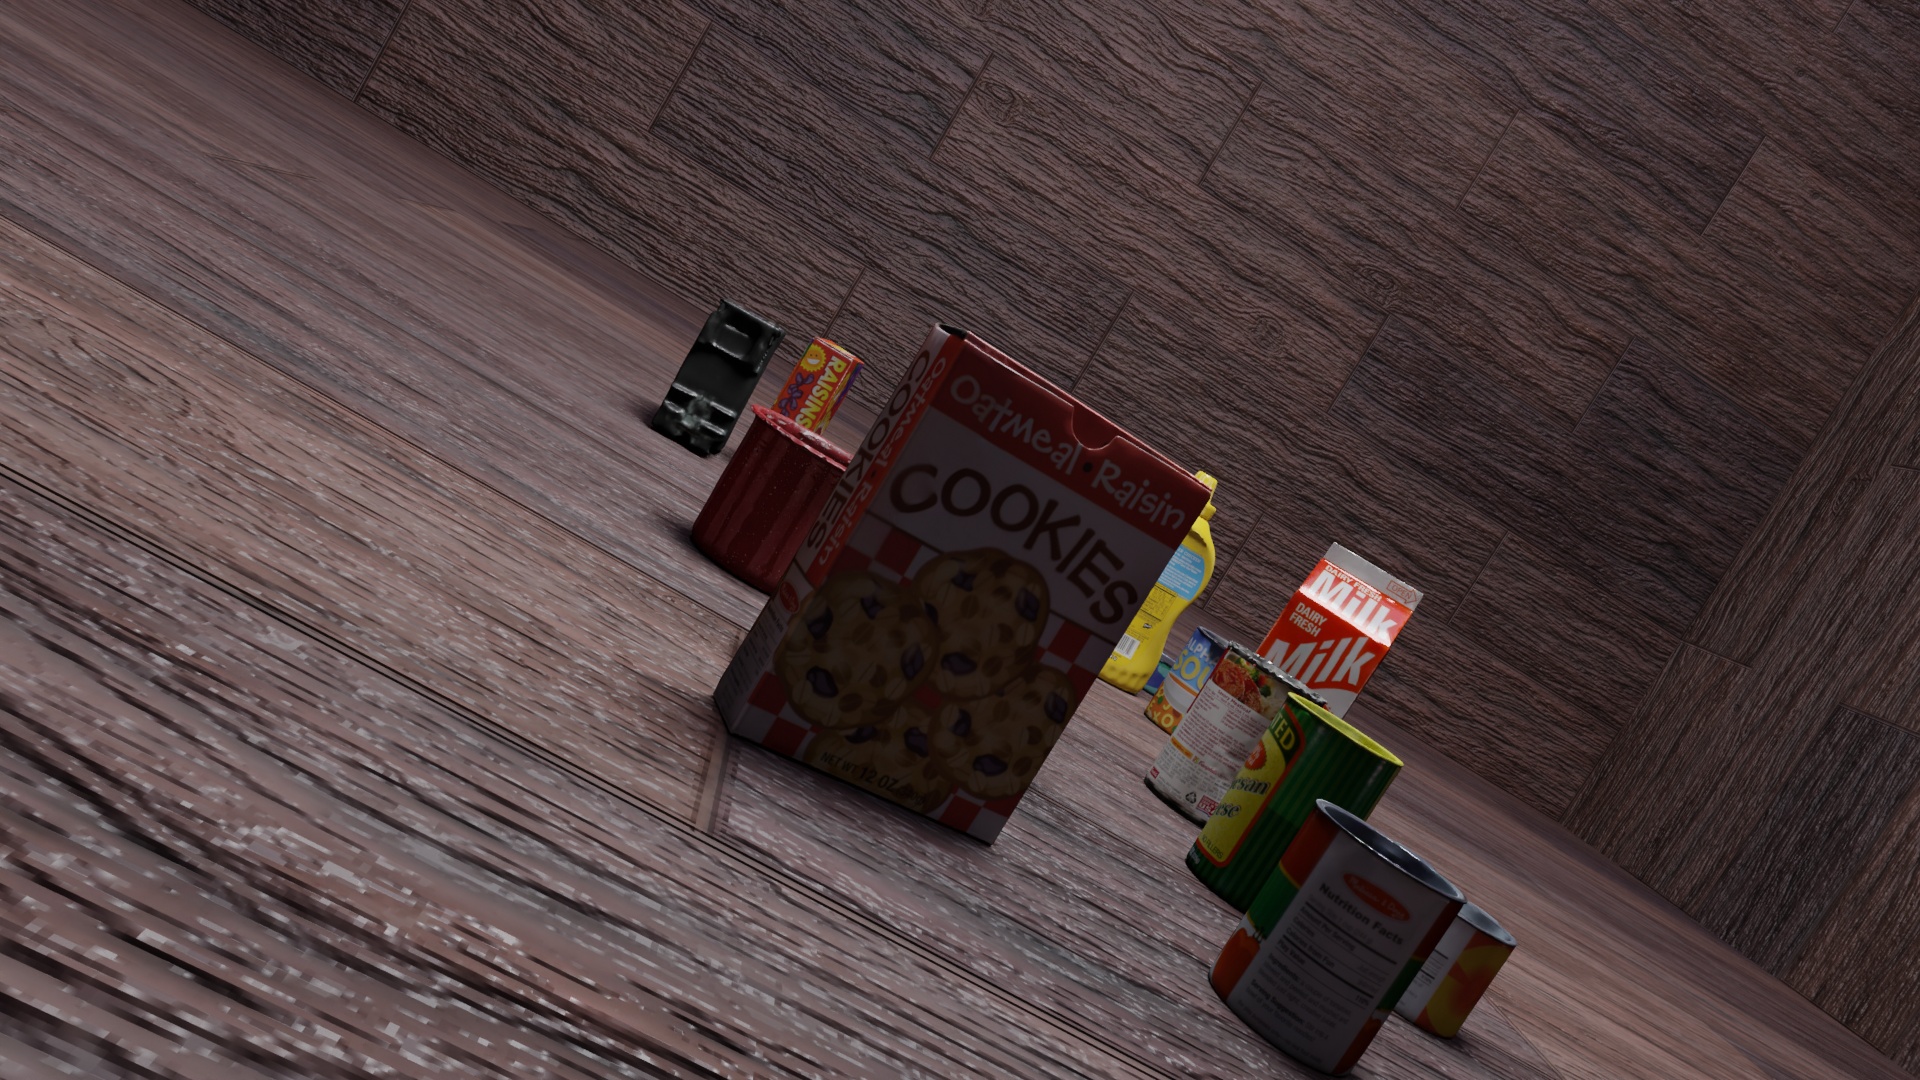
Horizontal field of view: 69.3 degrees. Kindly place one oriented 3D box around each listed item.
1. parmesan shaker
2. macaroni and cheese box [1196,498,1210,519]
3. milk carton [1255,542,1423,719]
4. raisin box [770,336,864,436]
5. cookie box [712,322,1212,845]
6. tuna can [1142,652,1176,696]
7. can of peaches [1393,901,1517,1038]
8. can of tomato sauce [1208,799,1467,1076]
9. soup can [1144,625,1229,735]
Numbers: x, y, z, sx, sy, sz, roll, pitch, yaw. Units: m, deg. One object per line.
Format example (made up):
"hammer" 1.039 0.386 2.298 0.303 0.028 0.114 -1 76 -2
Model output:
"parmesan shaker" 0.169 0.139 0.706 0.071 0.103 0.071 31 5 -3
"macaroni and cheese box" 0.051 0.028 0.716 0.040 0.166 0.124 30 5 -13
"milk carton" 0.234 0.099 0.951 0.072 0.190 0.073 33 5 17
"raisin box" -0.129 -0.103 1.132 0.040 0.123 0.086 32 5 0
"cookie box" 0.002 0.019 0.531 0.123 0.167 0.040 29 6 -26
"tuna can" 0.178 0.120 1.275 0.071 0.033 0.071 31 5 -3
"can of peaches" 0.236 0.207 0.701 0.071 0.058 0.071 31 5 -3
"can of tomato sauce" 0.148 0.156 0.548 0.071 0.083 0.071 31 5 -3
"soup can" 0.195 0.120 1.107 0.071 0.083 0.071 31 5 -3
